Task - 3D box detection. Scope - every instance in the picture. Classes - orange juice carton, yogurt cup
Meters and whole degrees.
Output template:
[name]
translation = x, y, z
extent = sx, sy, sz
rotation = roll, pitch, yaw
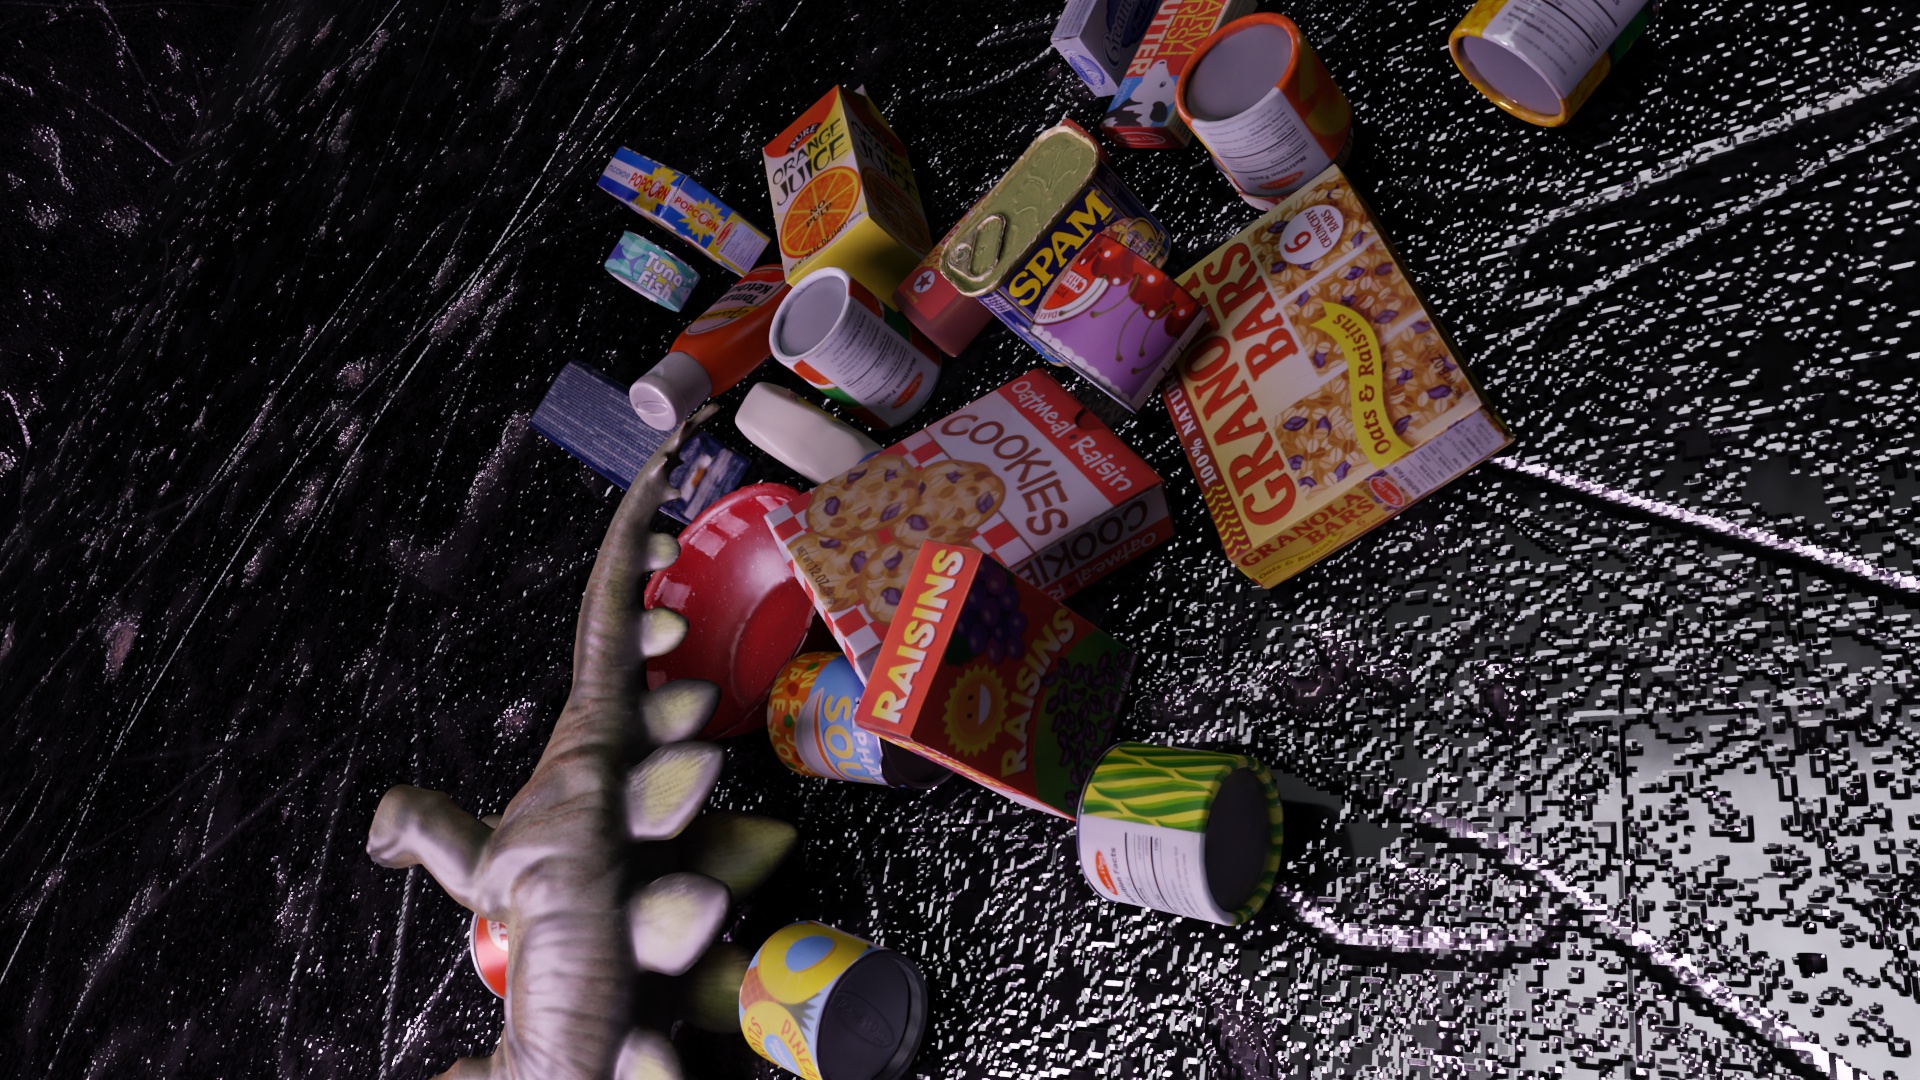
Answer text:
[orange juice carton]
translation = -0.077, -0.232, 0.924
extent = 0.071, 0.073, 0.193
rotation = -35, 46, 22
[yogurt cup]
translation = -0.234, 0.223, 0.789
extent = 0.054, 0.072, 0.073
rotation = -18, 53, 24

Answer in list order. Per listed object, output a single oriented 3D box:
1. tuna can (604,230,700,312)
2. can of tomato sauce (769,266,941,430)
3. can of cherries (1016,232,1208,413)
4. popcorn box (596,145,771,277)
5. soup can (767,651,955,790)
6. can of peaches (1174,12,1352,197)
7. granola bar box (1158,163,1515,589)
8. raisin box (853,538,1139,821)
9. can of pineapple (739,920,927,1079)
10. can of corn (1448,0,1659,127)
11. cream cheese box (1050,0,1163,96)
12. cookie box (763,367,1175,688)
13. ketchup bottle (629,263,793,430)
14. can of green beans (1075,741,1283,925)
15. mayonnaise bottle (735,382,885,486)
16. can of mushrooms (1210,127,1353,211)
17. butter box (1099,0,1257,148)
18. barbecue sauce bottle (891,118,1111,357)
[tuna can]
translation = -0.233, -0.203, 1.054
extent = 0.071, 0.071, 0.033
rotation = 26, 86, 48
[can of tomato sauce]
translation = -0.064, -0.115, 0.830
extent = 0.071, 0.083, 0.071
rotation = -22, 52, 31
[can of cherries]
translation = 0.071, -0.103, 0.650
extent = 0.058, 0.071, 0.072
rotation = -53, 42, 8
[popcorn box]
translation = -0.210, -0.249, 1.047
extent = 0.127, 0.085, 0.038
rotation = 35, 92, 48
[soup can]
translation = -0.048, 0.091, 0.697
extent = 0.083, 0.071, 0.071
rotation = -4, 63, 42
[can of peaches]
translation = 0.145, -0.211, 0.668
extent = 0.071, 0.058, 0.071
rotation = -21, 54, 32
[granola bar box]
translation = 0.157, -0.077, 0.637
extent = 0.124, 0.039, 0.166
rotation = -34, 46, 23
[raisin box]
translation = 0.019, 0.063, 0.613
extent = 0.040, 0.123, 0.086
rotation = 10, 73, 44
[can of pineapple]
translation = -0.059, 0.213, 0.631
extent = 0.058, 0.071, 0.071
rotation = 3, 68, 45
[can of corn]
translation = 0.262, -0.227, 0.619
extent = 0.058, 0.071, 0.071
rotation = -51, 42, 6
[cream cheese box]
translation = 0.095, -0.329, 0.842
extent = 0.024, 0.053, 0.104
rotation = 13, 74, 44
[cookie box]
translation = 0.002, -0.009, 0.686
extent = 0.168, 0.040, 0.123
rotation = -29, 43, -10
[ketchup bottle]
translation = -0.155, -0.127, 0.905
extent = 0.064, 0.043, 0.149
rotation = 4, 40, 35
[can of green beans]
translation = 0.089, 0.116, 0.558
extent = 0.058, 0.071, 0.071
rotation = -1, 65, 42
[mayonnaise bottle]
translation = -0.070, -0.048, 0.813
extent = 0.148, 0.064, 0.041
rotation = 31, 90, 44
[can of mushrooms]
translation = 0.166, -0.204, 0.714
extent = 0.071, 0.033, 0.071
rotation = -22, 51, 31
[butter box]
translation = 0.126, -0.275, 0.802
extent = 0.053, 0.024, 0.103
rotation = 18, 78, 46
[barbecue sauce bottle]
translation = 0.026, -0.180, 0.819
extent = 0.148, 0.043, 0.065
rotation = -47, 42, 8
